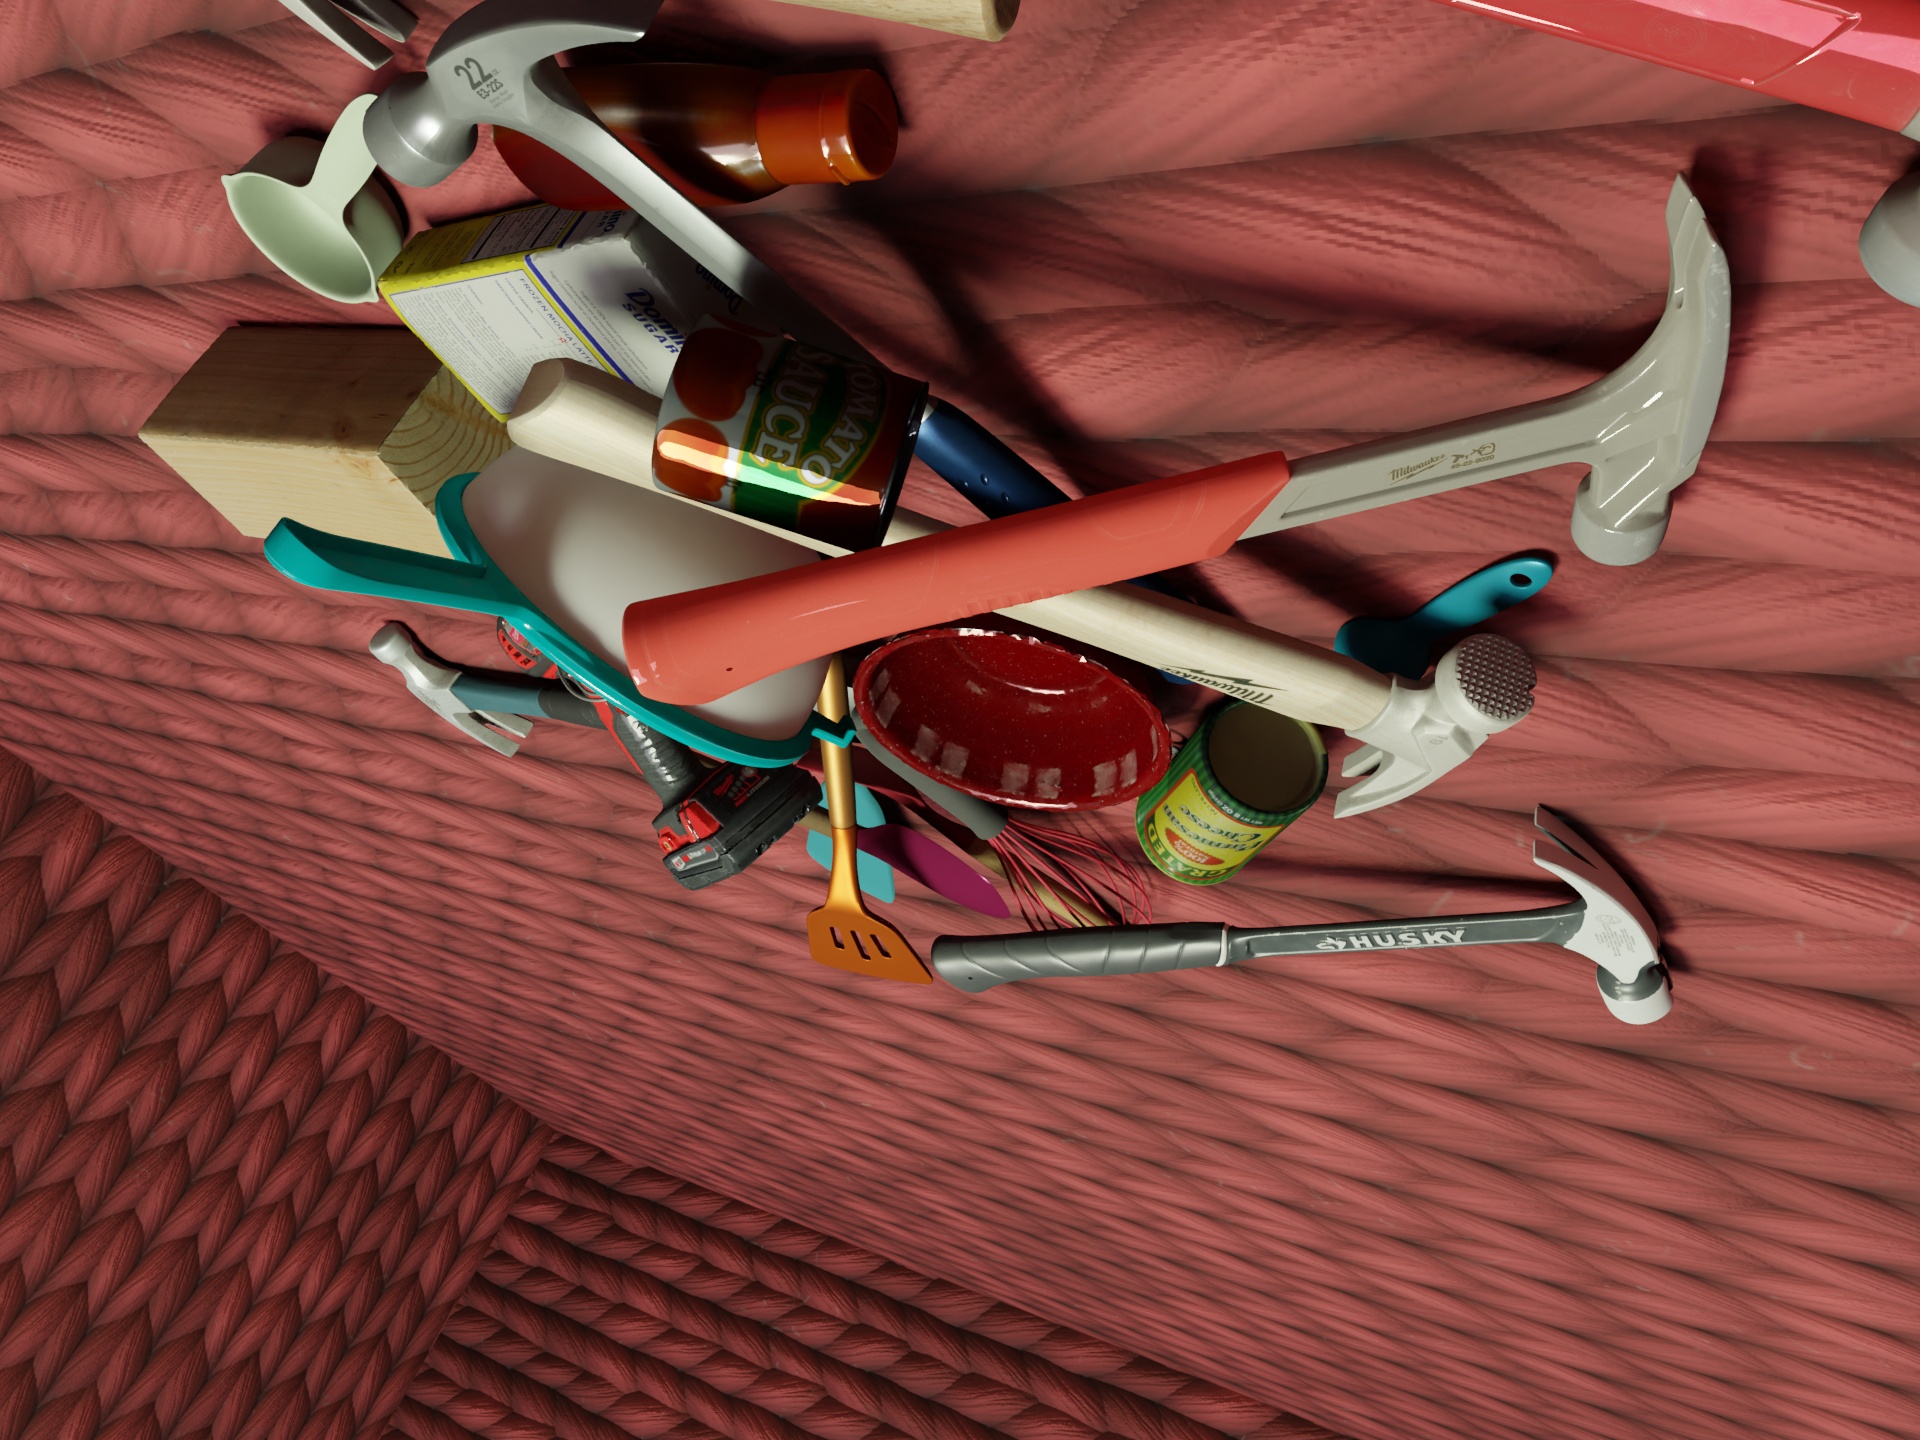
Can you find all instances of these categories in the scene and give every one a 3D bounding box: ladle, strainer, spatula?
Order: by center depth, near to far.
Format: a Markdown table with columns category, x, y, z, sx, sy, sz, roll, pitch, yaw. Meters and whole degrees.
| category | x | y | z | sx | sy | sz | roll | pitch | yaw |
| --- | --- | --- | --- | --- | --- | --- | --- | --- | --- |
| strainer | -0.154 | -0.081 | 0.695 | 0.211 | 0.095 | 0.340 | 43 | -168 | 15 |
| strainer | -0.001 | -0.003 | 0.893 | 0.258 | 0.050 | 0.086 | 9 | 159 | 22 |
| spatula | -0.065 | 0.032 | 0.897 | 0.081 | 0.041 | 0.322 | 8 | 122 | 17 |
| spatula | -0.101 | 0.008 | 1.002 | 0.082 | 0.044 | 0.317 | 27 | 156 | 31 |
| ladle | 0.022 | 0.088 | 1.016 | 0.315 | 0.031 | 0.069 | 35 | 168 | -34 |

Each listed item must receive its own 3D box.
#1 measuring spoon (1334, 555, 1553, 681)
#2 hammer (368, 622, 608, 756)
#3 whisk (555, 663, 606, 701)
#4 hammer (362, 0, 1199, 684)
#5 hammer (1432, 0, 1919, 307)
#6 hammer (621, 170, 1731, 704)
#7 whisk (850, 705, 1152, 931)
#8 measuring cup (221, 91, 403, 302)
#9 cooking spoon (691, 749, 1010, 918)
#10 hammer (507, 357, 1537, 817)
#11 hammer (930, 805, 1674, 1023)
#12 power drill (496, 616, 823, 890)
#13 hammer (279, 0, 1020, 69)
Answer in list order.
| category | x | y | z | sx | sy | sz | roll | pitch | yaw |
| --- | --- | --- | --- | --- | --- | --- | --- | --- | --- |
| measuring spoon | 0.197 | -0.036 | 0.658 | 0.042 | 0.021 | 0.128 | 32 | 155 | -9 |
| hammer | -0.289 | -0.012 | 1.156 | 0.331 | 0.033 | 0.128 | 7 | 147 | 36 |
| whisk | -0.219 | -0.074 | 0.861 | 0.239 | 0.055 | 0.055 | 43 | 173 | 48 |
| hammer | -0.021 | -0.126 | 0.617 | 0.144 | 0.035 | 0.405 | -10 | 145 | 45 |
| hammer | 0.098 | -0.219 | 0.398 | 0.386 | 0.038 | 0.143 | 22 | 153 | 12 |
| hammer | 0.058 | -0.068 | 0.521 | 0.359 | 0.037 | 0.149 | -12 | 147 | 8 |
| whisk | 0.029 | 0.068 | 0.932 | 0.073 | 0.073 | 0.295 | 2 | 151 | 41 |
| measuring cup | -0.272 | -0.244 | 0.708 | 0.083 | 0.038 | 0.167 | 39 | 150 | -22 |
| cooking spoon | -0.089 | 0.065 | 1.028 | 0.319 | 0.017 | 0.068 | 20 | 151 | 41 |
| hammer | 0.016 | -0.055 | 0.660 | 0.410 | 0.038 | 0.146 | 19 | 157 | -5 |
| hammer | 0.160 | 0.121 | 0.876 | 0.409 | 0.036 | 0.149 | -9 | 135 | 32 |
| power drill | -0.192 | -0.007 | 0.978 | 0.219 | 0.078 | 0.143 | 52 | 150 | -7 |
| hammer | -0.134 | -0.268 | 0.537 | 0.331 | 0.031 | 0.129 | 18 | 152 | 19 |
